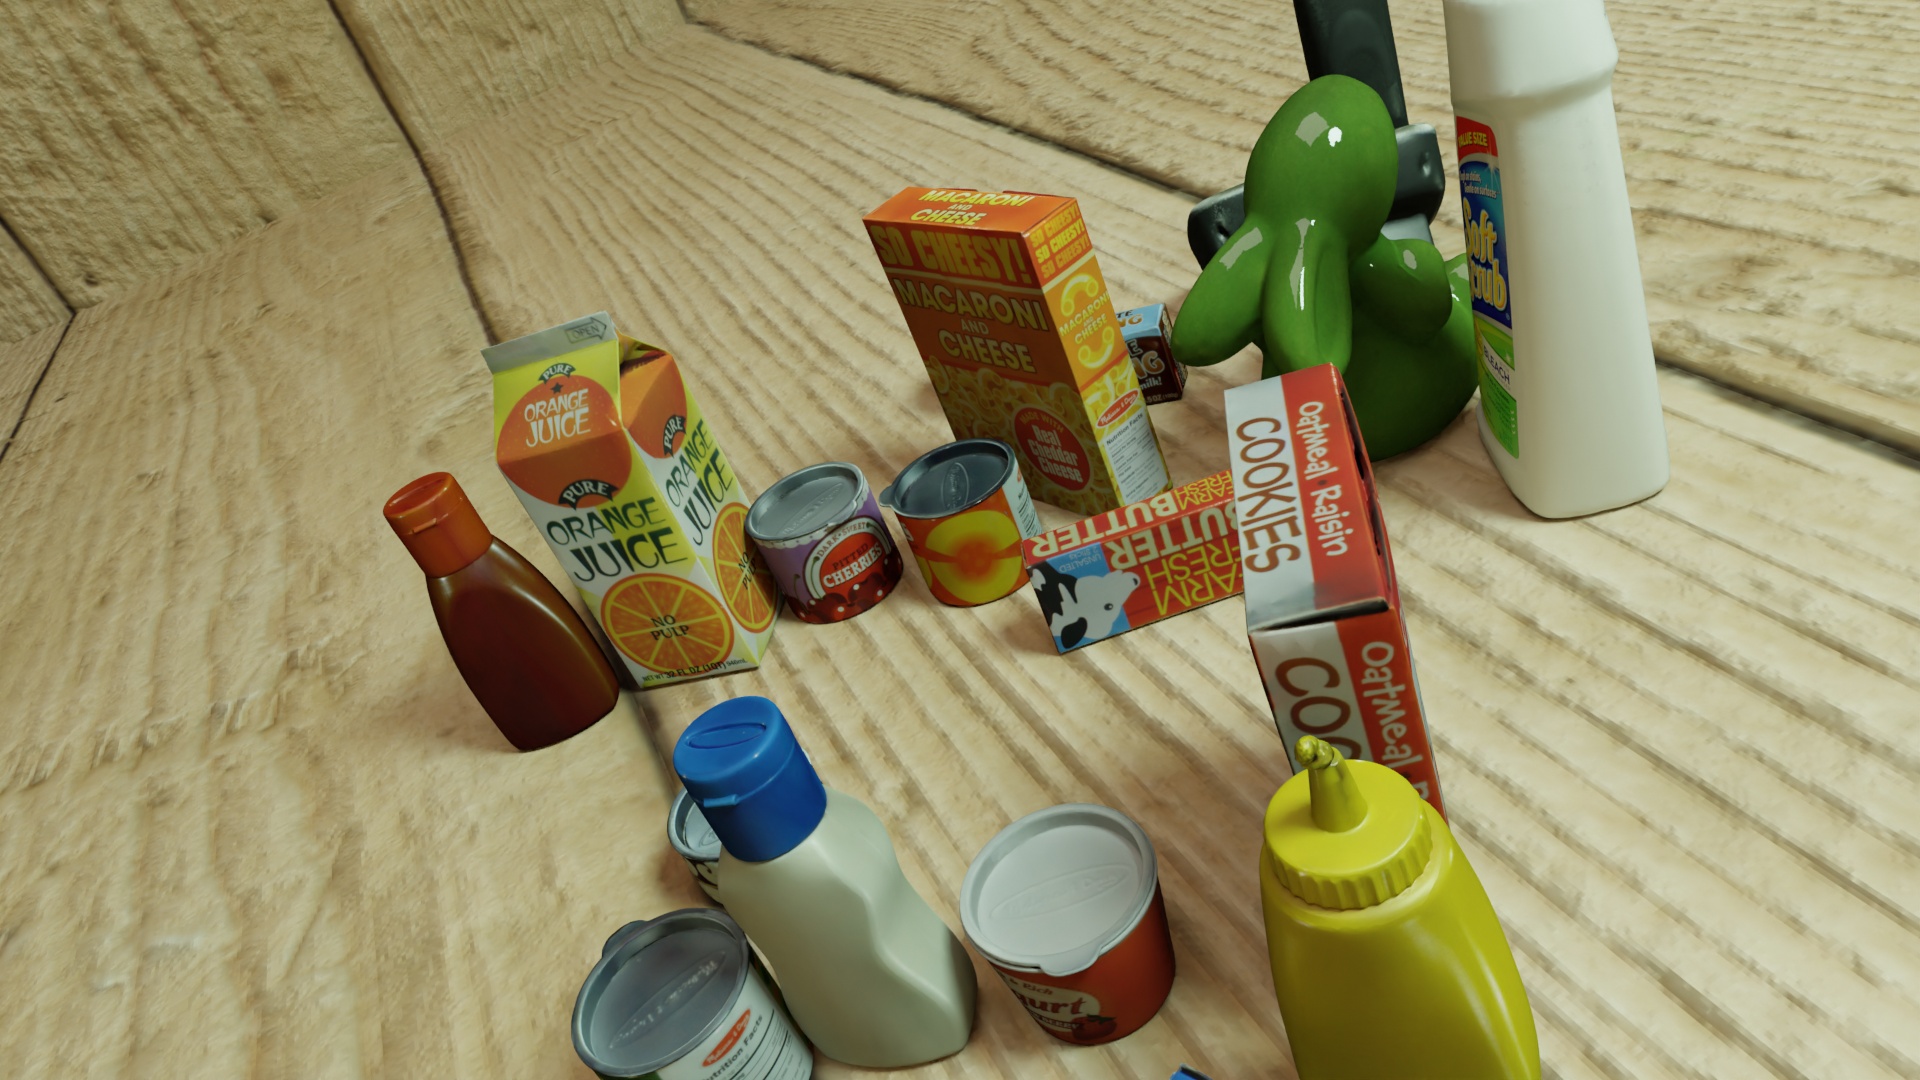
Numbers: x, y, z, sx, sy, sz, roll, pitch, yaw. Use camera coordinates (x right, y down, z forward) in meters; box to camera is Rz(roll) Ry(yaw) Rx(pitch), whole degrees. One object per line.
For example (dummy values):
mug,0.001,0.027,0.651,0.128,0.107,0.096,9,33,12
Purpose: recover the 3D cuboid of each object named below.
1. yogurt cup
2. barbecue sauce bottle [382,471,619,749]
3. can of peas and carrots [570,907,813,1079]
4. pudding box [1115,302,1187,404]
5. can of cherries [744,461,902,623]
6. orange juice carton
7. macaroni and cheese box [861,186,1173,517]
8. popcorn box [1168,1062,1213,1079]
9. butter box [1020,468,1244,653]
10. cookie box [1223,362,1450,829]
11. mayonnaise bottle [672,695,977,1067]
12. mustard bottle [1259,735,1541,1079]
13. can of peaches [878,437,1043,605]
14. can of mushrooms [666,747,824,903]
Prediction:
yogurt cup,0.040,0.131,0.469,0.072,0.053,0.073,-16,33,11
barbecue sauce bottle,-0.231,0.035,0.691,0.065,0.148,0.044,-25,32,-2
can of peas and carrots,-0.094,0.173,0.488,0.071,0.058,0.071,-16,33,11
pudding box,0.081,-0.100,0.787,0.083,0.049,0.030,-9,35,22
can of cherries,-0.069,0.002,0.723,0.071,0.058,0.072,-16,33,11
orange juice carton,-0.161,-0.023,0.691,0.072,0.191,0.073,-12,34,18
macaroni and cheese box,0.029,-0.095,0.701,0.040,0.165,0.124,-40,36,-25
popcorn box,0.044,0.205,0.329,0.038,0.085,0.127,11,45,42
butter box,0.083,0.010,0.621,0.103,0.053,0.024,-19,32,6
cookie box,0.123,0.046,0.434,0.040,0.166,0.123,-14,33,16
mayonnaise bottle,-0.046,0.115,0.458,0.064,0.147,0.041,-10,34,20
mustard bottle,0.111,0.104,0.364,0.065,0.159,0.049,-11,34,19
can of peaches,0.002,-0.009,0.694,0.071,0.057,0.071,-16,33,11
can of mushrooms,-0.085,0.119,0.584,0.071,0.033,0.071,-16,33,11
